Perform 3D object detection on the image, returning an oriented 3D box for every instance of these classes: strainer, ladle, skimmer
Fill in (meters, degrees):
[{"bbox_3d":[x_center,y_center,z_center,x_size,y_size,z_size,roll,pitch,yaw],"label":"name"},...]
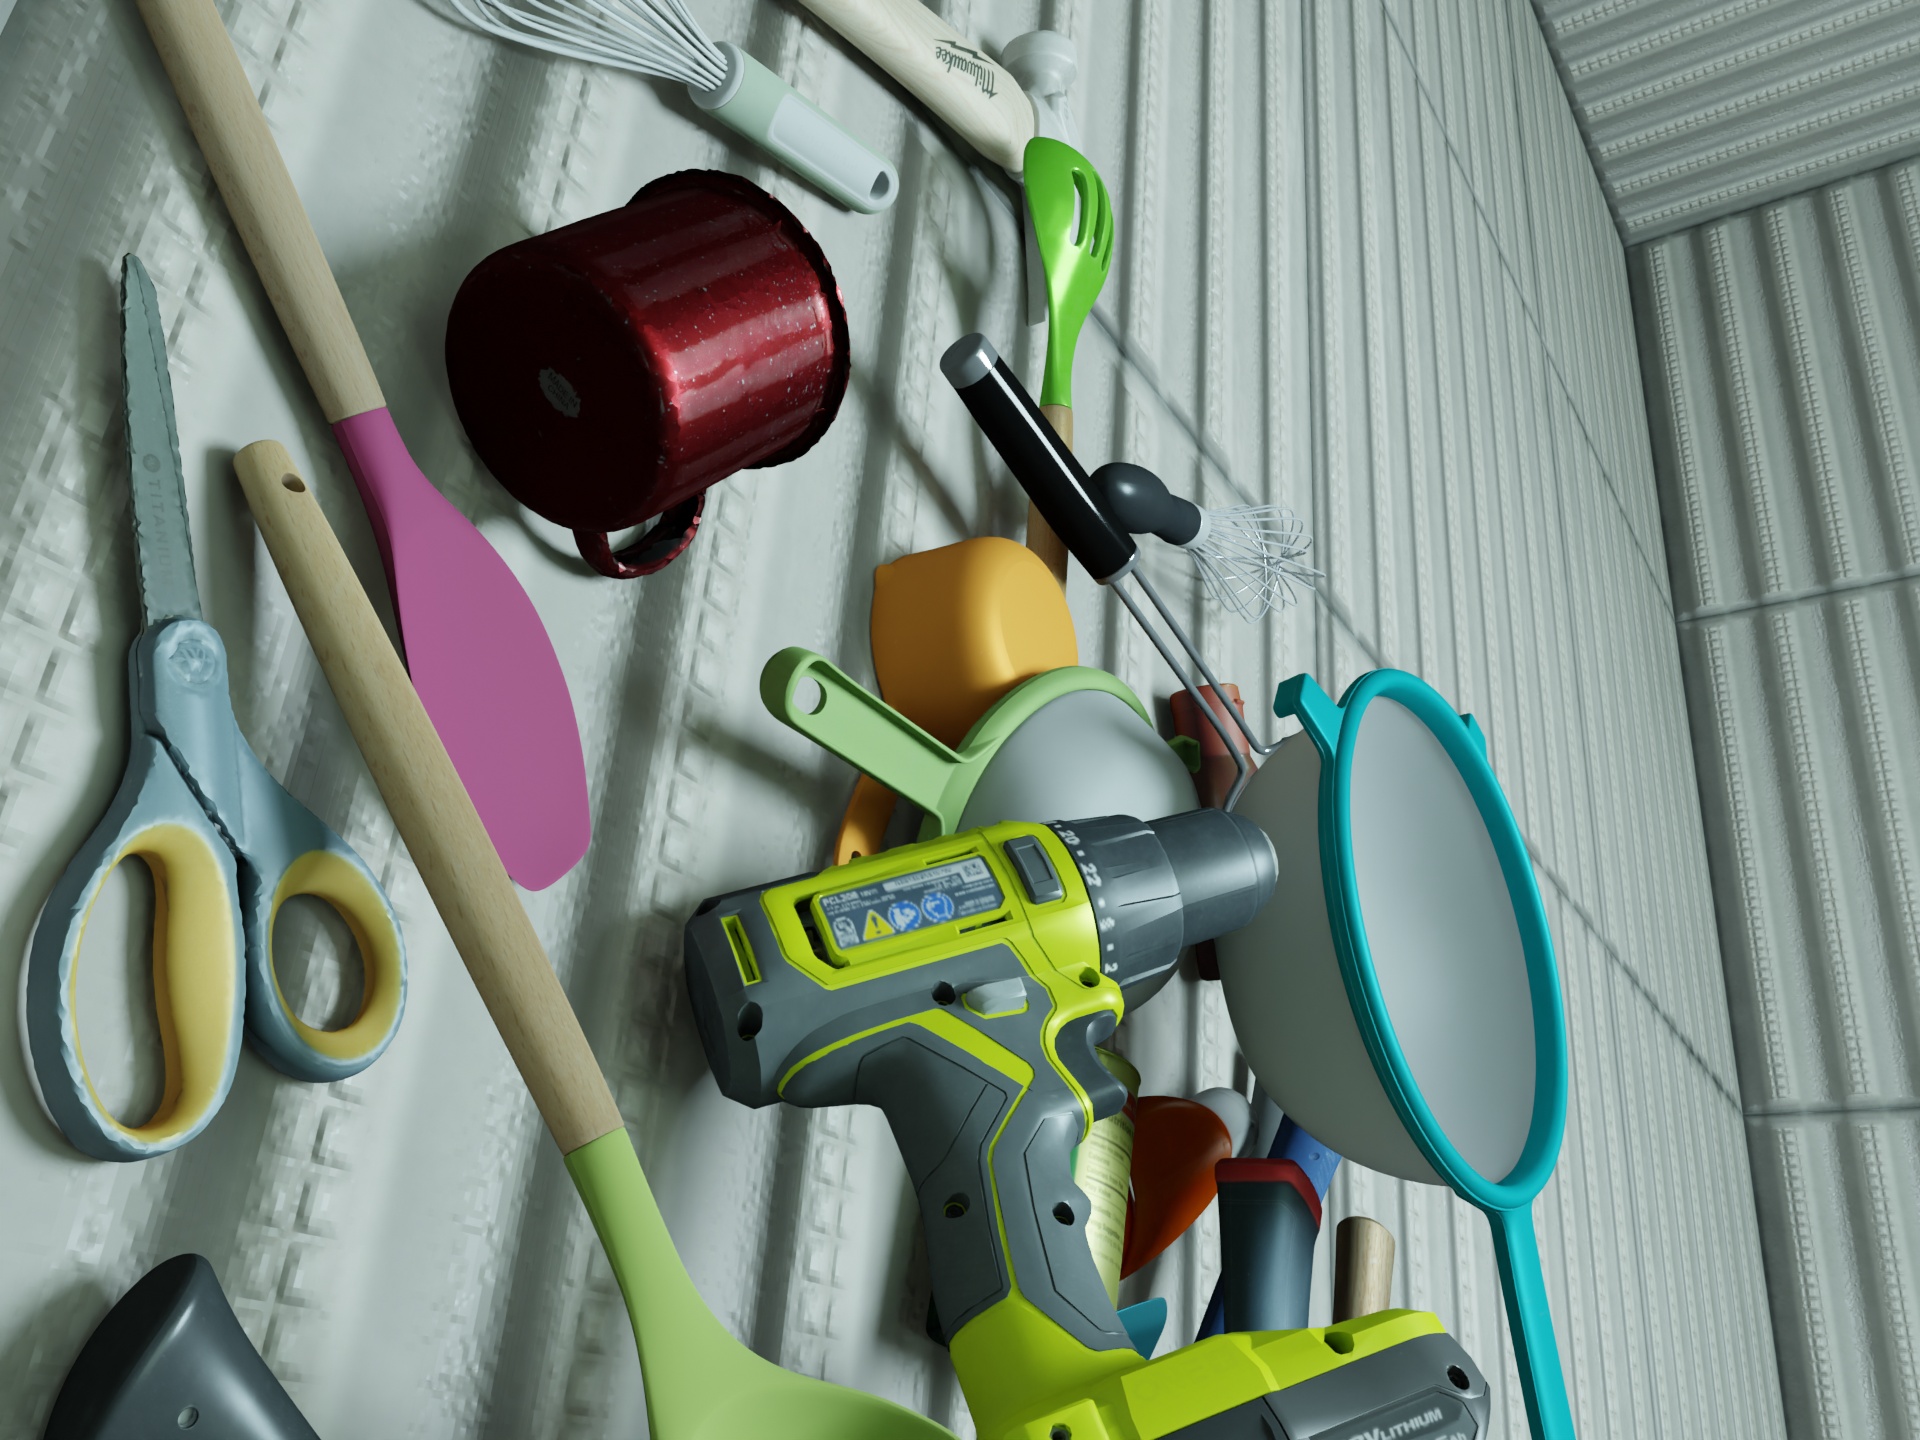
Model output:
[{"bbox_3d":[0.027,0.039,0.564,0.256,0.069,0.151,37,75,-51],"label":"strainer"},{"bbox_3d":[-0.086,0.065,0.353,0.078,0.062,0.320,-10,68,-60],"label":"ladle"},{"bbox_3d":[0.170,0.153,0.629,0.210,0.095,0.340,8,70,-53],"label":"strainer"},{"bbox_3d":[0.113,-0.018,0.690,0.127,0.090,0.362,-43,123,-3],"label":"skimmer"}]

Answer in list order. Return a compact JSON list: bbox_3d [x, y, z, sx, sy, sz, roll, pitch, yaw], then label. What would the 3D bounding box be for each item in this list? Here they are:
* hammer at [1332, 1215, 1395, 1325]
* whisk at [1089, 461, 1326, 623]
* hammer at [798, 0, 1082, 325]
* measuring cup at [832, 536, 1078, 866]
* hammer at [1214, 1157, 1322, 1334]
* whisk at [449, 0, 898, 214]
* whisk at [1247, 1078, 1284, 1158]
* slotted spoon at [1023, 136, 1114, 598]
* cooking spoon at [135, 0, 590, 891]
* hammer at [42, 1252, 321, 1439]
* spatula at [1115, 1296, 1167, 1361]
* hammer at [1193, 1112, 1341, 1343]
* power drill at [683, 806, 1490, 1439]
[{"bbox_3d":[0.171,0.380,0.708,0.130,0.031,0.332,54,37,-31],"label":"hammer"},{"bbox_3d":[0.125,-0.094,0.807,0.284,0.070,0.070,6,75,-63],"label":"whisk"},{"bbox_3d":[-0.060,-0.294,0.629,0.410,0.038,0.146,15,68,-55],"label":"hammer"},{"bbox_3d":[-0.001,-0.002,0.603,0.095,0.052,0.174,58,35,-30],"label":"measuring cup"},{"bbox_3d":[0.099,0.352,0.551,0.143,0.038,0.386,12,70,-34],"label":"hammer"},{"bbox_3d":[-0.089,-0.227,0.550,0.246,0.059,0.058,9,110,-61],"label":"whisk"},{"bbox_3d":[0.166,0.175,0.826,0.055,0.055,0.239,46,48,-41],"label":"whisk"},{"bbox_3d":[0.042,-0.111,0.701,0.070,0.031,0.314,17,74,-55],"label":"slotted spoon"},{"bbox_3d":[-0.165,-0.103,0.407,0.069,0.017,0.318,-52,124,-66],"label":"cooking spoon"},{"bbox_3d":[-0.091,0.256,0.365,0.146,0.035,0.334,-40,112,-37],"label":"hammer"},{"bbox_3d":[0.032,0.338,0.472,0.082,0.044,0.317,4,82,-51],"label":"spatula"},{"bbox_3d":[0.082,0.288,0.610,0.406,0.035,0.144,-53,123,-43],"label":"hammer"},{"bbox_3d":[0.043,0.122,0.449,0.080,0.190,0.229,99,-29,-47],"label":"power drill"}]
